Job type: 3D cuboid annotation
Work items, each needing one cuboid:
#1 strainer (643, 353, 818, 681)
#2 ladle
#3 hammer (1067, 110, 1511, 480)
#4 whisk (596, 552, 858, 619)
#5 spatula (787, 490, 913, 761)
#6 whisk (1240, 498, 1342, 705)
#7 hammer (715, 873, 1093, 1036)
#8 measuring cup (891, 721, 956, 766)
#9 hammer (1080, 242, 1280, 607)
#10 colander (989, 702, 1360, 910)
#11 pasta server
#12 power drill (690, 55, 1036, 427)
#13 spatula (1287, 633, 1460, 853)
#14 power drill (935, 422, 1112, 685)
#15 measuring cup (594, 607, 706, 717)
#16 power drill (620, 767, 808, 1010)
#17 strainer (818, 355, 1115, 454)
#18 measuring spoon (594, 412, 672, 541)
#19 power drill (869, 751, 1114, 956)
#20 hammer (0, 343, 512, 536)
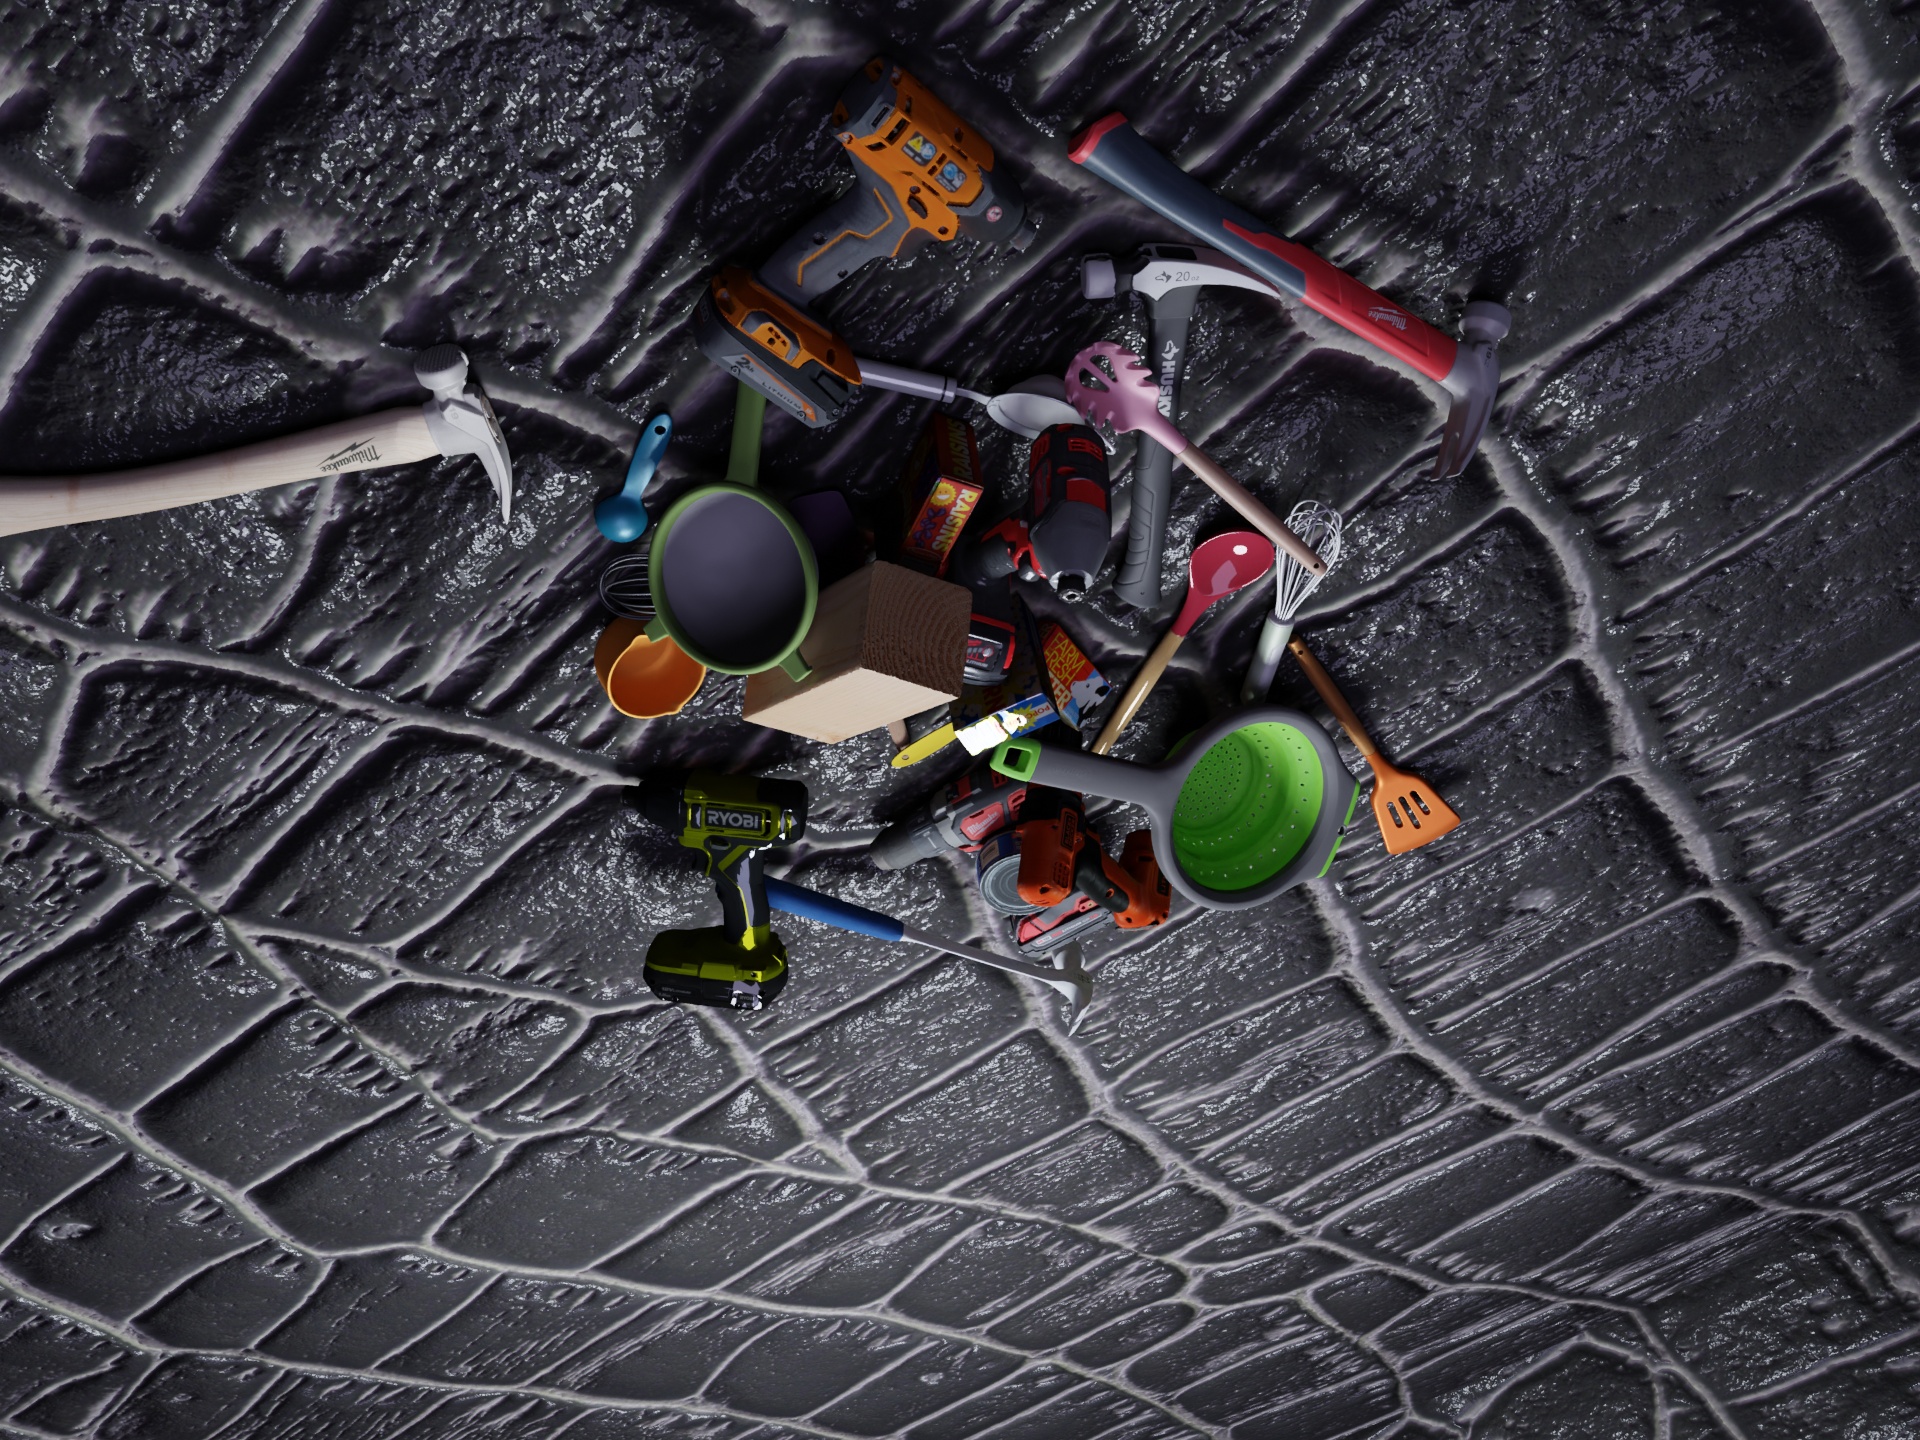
[{"bbox_3d":[-0.158,-0.165,1.231,0.151,0.069,0.256,15,107,21],"label":"strainer"},{"bbox_3d":[0.187,-0.062,1.443,0.069,0.031,0.315,17,131,-16],"label":"ladle"},{"bbox_3d":[0.239,-0.313,1.152,0.386,0.143,0.038,23,169,-23],"label":"hammer"},{"bbox_3d":[-0.178,-0.112,1.309,0.239,0.055,0.055,-1,134,-7],"label":"whisk"},{"bbox_3d":[-0.087,-0.073,1.389,0.060,0.018,0.315,-11,134,8],"label":"spatula"},{"bbox_3d":[0.289,-0.097,1.414,0.058,0.059,0.246,-23,145,-27],"label":"whisk"},{"bbox_3d":[-0.050,0.219,1.609,0.405,0.144,0.035,19,111,-14],"label":"hammer"},{"bbox_3d":[-0.002,-0.005,1.463,0.156,0.029,0.062,-32,132,20],"label":"measuring cup"},{"bbox_3d":[0.163,-0.224,1.274,0.146,0.035,0.334,-5,135,-5],"label":"hammer"},{"bbox_3d":[0.185,0.054,1.472,0.396,0.095,0.204,13,103,-29],"label":"colander"},{"bbox_3d":[0.192,-0.196,1.245,0.316,0.040,0.060,34,108,-31],"label":"pasta server"},{"bbox_3d":[-0.062,-0.317,1.102,0.164,0.084,0.226,30,114,-33],"label":"power drill"},{"bbox_3d":[0.392,0.021,1.551,0.081,0.041,0.322,-29,131,18],"label":"spatula"},{"bbox_3d":[0.045,-0.119,1.248,0.078,0.143,0.219,14,149,-24],"label":"power drill"},{"bbox_3d":[-0.230,-0.074,1.351,0.173,0.052,0.095,-33,139,-13],"label":"measuring cup"},{"bbox_3d":[-0.236,0.154,1.505,0.171,0.080,0.223,6,112,2],"label":"power drill"},{"bbox_3d":[-0.001,-0.253,1.213,0.258,0.050,0.087,10,170,-12],"label":"strainer"},{"bbox_3d":[-0.252,-0.186,1.245,0.042,0.021,0.128,15,131,-23],"label":"measuring spoon"},{"bbox_3d":[0.037,0.141,1.583,0.188,0.080,0.226,-28,129,17],"label":"power drill"},{"bbox_3d":[-0.548,-0.178,1.193,0.410,0.038,0.146,-10,136,1],"label":"hammer"}]
